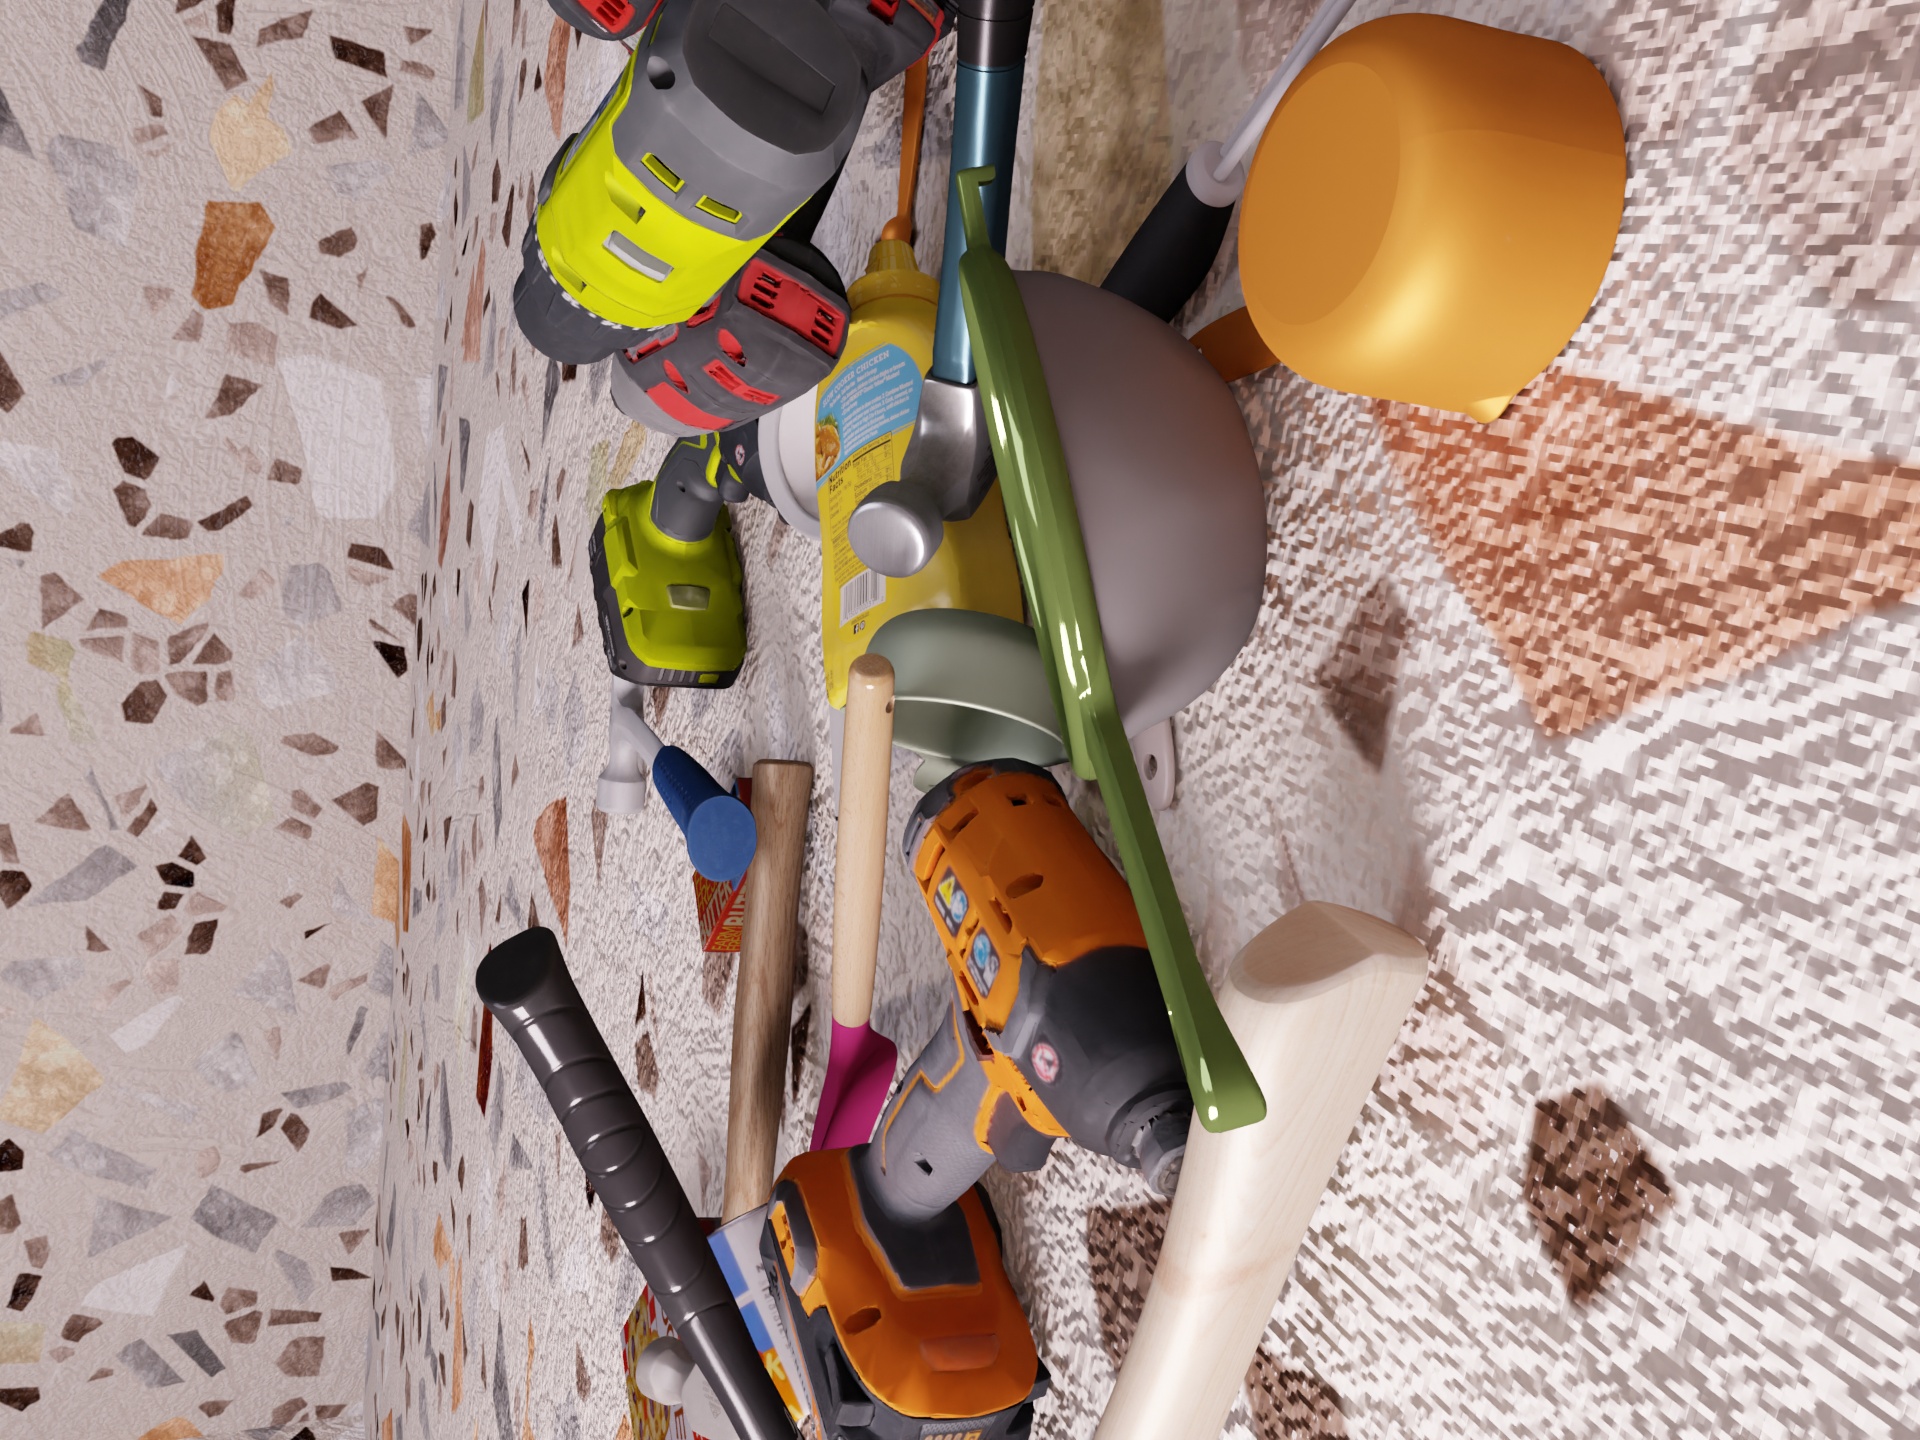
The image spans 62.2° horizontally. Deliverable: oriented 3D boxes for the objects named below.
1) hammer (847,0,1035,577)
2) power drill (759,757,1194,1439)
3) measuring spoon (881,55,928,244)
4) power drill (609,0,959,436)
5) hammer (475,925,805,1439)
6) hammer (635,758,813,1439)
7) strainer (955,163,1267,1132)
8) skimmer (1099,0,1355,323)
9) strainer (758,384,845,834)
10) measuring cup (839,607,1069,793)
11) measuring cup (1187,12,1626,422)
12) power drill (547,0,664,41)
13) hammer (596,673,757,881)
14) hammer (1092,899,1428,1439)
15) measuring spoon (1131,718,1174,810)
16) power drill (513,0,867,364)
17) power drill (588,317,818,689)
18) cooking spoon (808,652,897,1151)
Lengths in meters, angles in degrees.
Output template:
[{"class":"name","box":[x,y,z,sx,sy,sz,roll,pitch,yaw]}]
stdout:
[{"class":"hammer","box":[0.010,-0.212,0.473,0.128,0.033,0.330,-57,-21,-50]},{"class":"power drill","box":[0.009,0.148,0.532,0.164,0.084,0.226,57,134,50]},{"class":"measuring spoon","box":[-0.026,-0.268,0.716,0.021,0.011,0.117,-165,79,-64]},{"class":"power drill","box":[-0.084,-0.223,0.668,0.143,0.078,0.220,-8,63,53]},{"class":"hammer","box":[-0.085,0.227,0.577,0.335,0.035,0.146,63,175,-3]},{"class":"hammer","box":[-0.100,0.184,0.790,0.130,0.031,0.331,-2,81,47]},{"class":"strainer","box":[0.057,-0.021,0.414,0.151,0.069,0.257,75,-179,-55]},{"class":"skimmer","box":[0.072,-0.200,0.411,0.127,0.090,0.363,-64,8,-33]},{"class":"strainer","box":[-0.053,-0.057,0.726,0.087,0.050,0.258,-1,93,45]},{"class":"measuring cup","box":[-0.001,-0.002,0.585,0.167,0.083,0.038,112,170,-76]},{"class":"measuring cup","box":[0.086,-0.117,0.414,0.173,0.052,0.095,-9,80,63]},{"class":"power drill","box":[-0.074,-0.396,0.662,0.226,0.080,0.188,-24,32,44]},{"class":"hammer","box":[-0.176,0.020,0.942,0.406,0.035,0.144,-156,70,-70]},{"class":"hammer","box":[0.043,0.241,0.445,0.038,0.146,0.410,43,116,58]},{"class":"measuring spoon","box":[0.051,-0.029,0.524,0.034,0.018,0.124,135,132,-55]},{"class":"power drill","box":[-0.073,-0.230,0.526,0.190,0.080,0.229,-17,49,58]},{"class":"power drill","box":[-0.132,-0.121,0.861,0.223,0.080,0.171,-54,43,46]},{"class":"cooking spoon","box":[-0.040,0.094,0.598,0.017,0.069,0.318,25,138,17]}]
